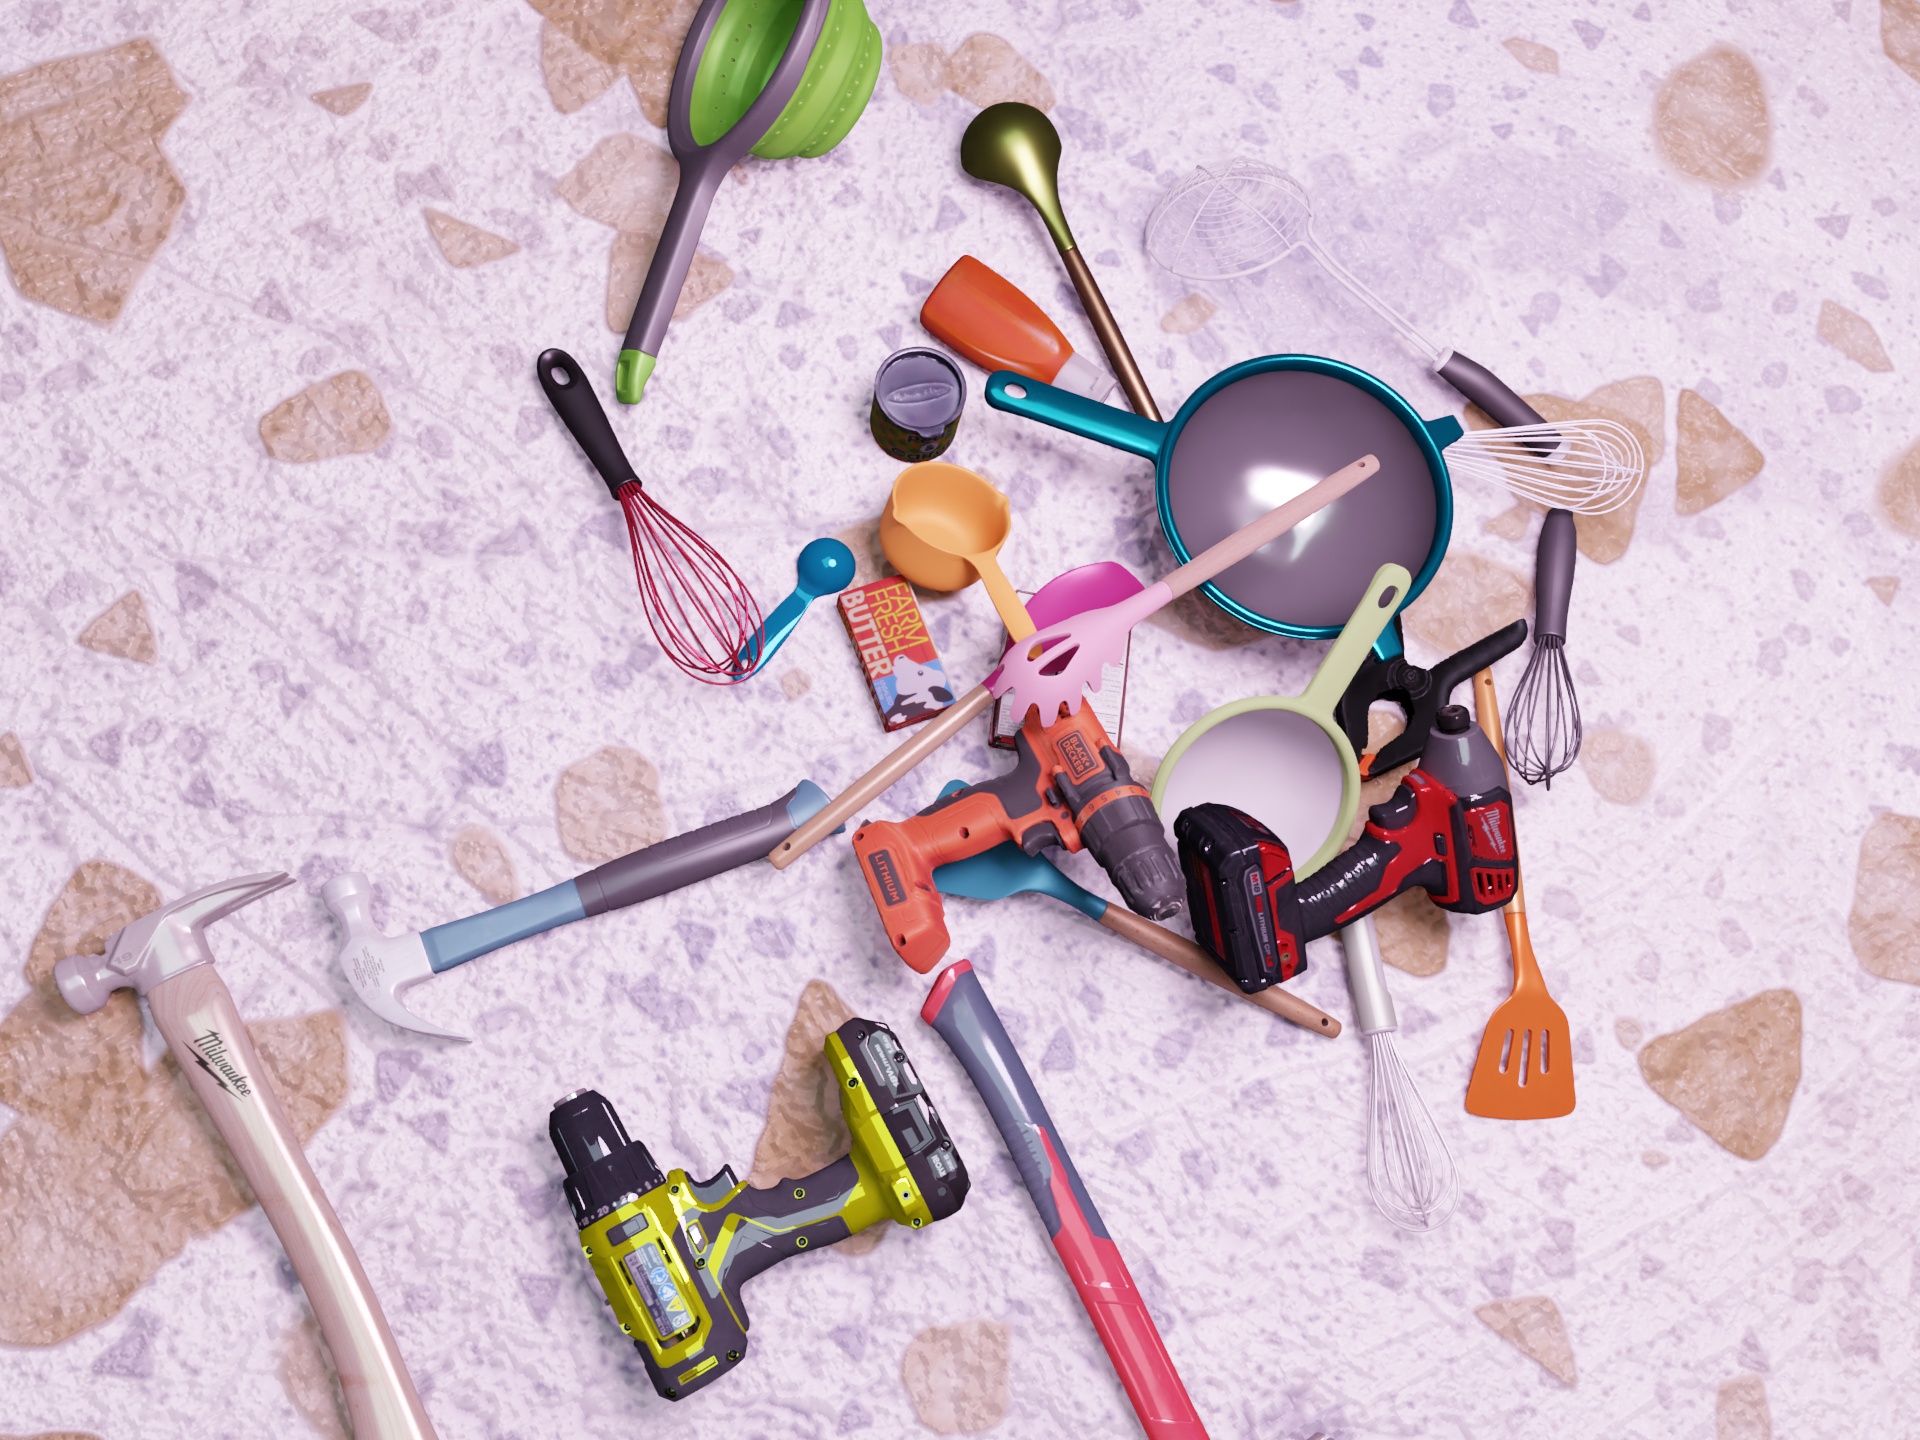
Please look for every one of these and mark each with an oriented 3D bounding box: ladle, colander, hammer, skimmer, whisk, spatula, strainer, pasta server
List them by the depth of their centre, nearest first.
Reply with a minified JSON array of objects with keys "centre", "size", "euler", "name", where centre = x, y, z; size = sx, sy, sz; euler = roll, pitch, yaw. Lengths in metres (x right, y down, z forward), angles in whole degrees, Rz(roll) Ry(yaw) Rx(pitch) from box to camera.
[{"centre":[-0.397,0.293,0.972],"size":[0.146,0.038,0.411],"euler":[-28,80,-15],"name":"hammer"},{"centre":[0.091,0.327,1.024],"size":[0.143,0.038,0.386],"euler":[-24,79,-14],"name":"hammer"},{"centre":[-0.237,0.110,1.044],"size":[0.331,0.033,0.128],"euler":[-20,77,-12],"name":"hammer"},{"centre":[0.156,-0.096,1.058],"size":[0.316,0.040,0.060],"euler":[-32,68,-17],"name":"pasta server"},{"centre":[0.286,0.218,1.076],"size":[0.059,0.057,0.246],"euler":[-15,70,20],"name":"whisk"},{"centre":[0.217,0.001,1.077],"size":[0.151,0.069,0.256],"euler":[28,99,-21],"name":"strainer"},{"centre":[0.117,0.142,1.087],"size":[0.317,0.044,0.082],"euler":[28,72,-4],"name":"spatula"},{"centre":[-0.222,-0.146,1.107],"size":[0.073,0.073,0.296],"euler":[-28,73,-14],"name":"whisk"},{"centre":[0.385,0.116,1.128],"size":[0.081,0.041,0.323],"euler":[2,70,-8],"name":"spatula"},{"centre":[0.175,-0.169,1.142],"size":[0.340,0.095,0.211],"euler":[19,75,1],"name":"strainer"},{"centre":[0.433,-0.058,1.164],"size":[0.055,0.055,0.239],"euler":[16,65,-3],"name":"whisk"},{"centre":[-0.150,-0.406,1.165],"size":[0.094,0.205,0.397],"euler":[20,88,-37],"name":"colander"},{"centre":[0.365,-0.204,1.189],"size":[0.284,0.070,0.070],"euler":[8,74,4],"name":"whisk"},{"centre":[0.091,-0.328,1.208],"size":[0.078,0.062,0.320],"euler":[-25,86,-11],"name":"ladle"},{"centre":[0.309,-0.305,1.230],"size":[0.363,0.090,0.127],"euler":[37,67,-7],"name":"skimmer"}]

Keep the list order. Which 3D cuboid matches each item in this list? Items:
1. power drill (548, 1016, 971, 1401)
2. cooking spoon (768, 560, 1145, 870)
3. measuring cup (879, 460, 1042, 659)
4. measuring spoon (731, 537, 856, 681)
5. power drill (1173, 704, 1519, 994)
[{"centre":[-0.128,0.280,0.990],"size":[0.228,0.080,0.191],"euler":[-27,80,-11],"name":"power drill"},{"centre":[-0.002,-0.003,1.074],"size":[0.319,0.017,0.069],"euler":[-39,67,-12],"name":"cooking spoon"},{"centre":[0.005,-0.099,1.102],"size":[0.095,0.052,0.174],"euler":[-14,63,-31],"name":"measuring cup"},{"centre":[-0.119,-0.079,1.116],"size":[0.042,0.021,0.129],"euler":[35,72,3],"name":"measuring spoon"},{"centre":[0.259,0.081,1.038],"size":[0.219,0.079,0.143],"euler":[-18,113,-10],"name":"power drill"}]
